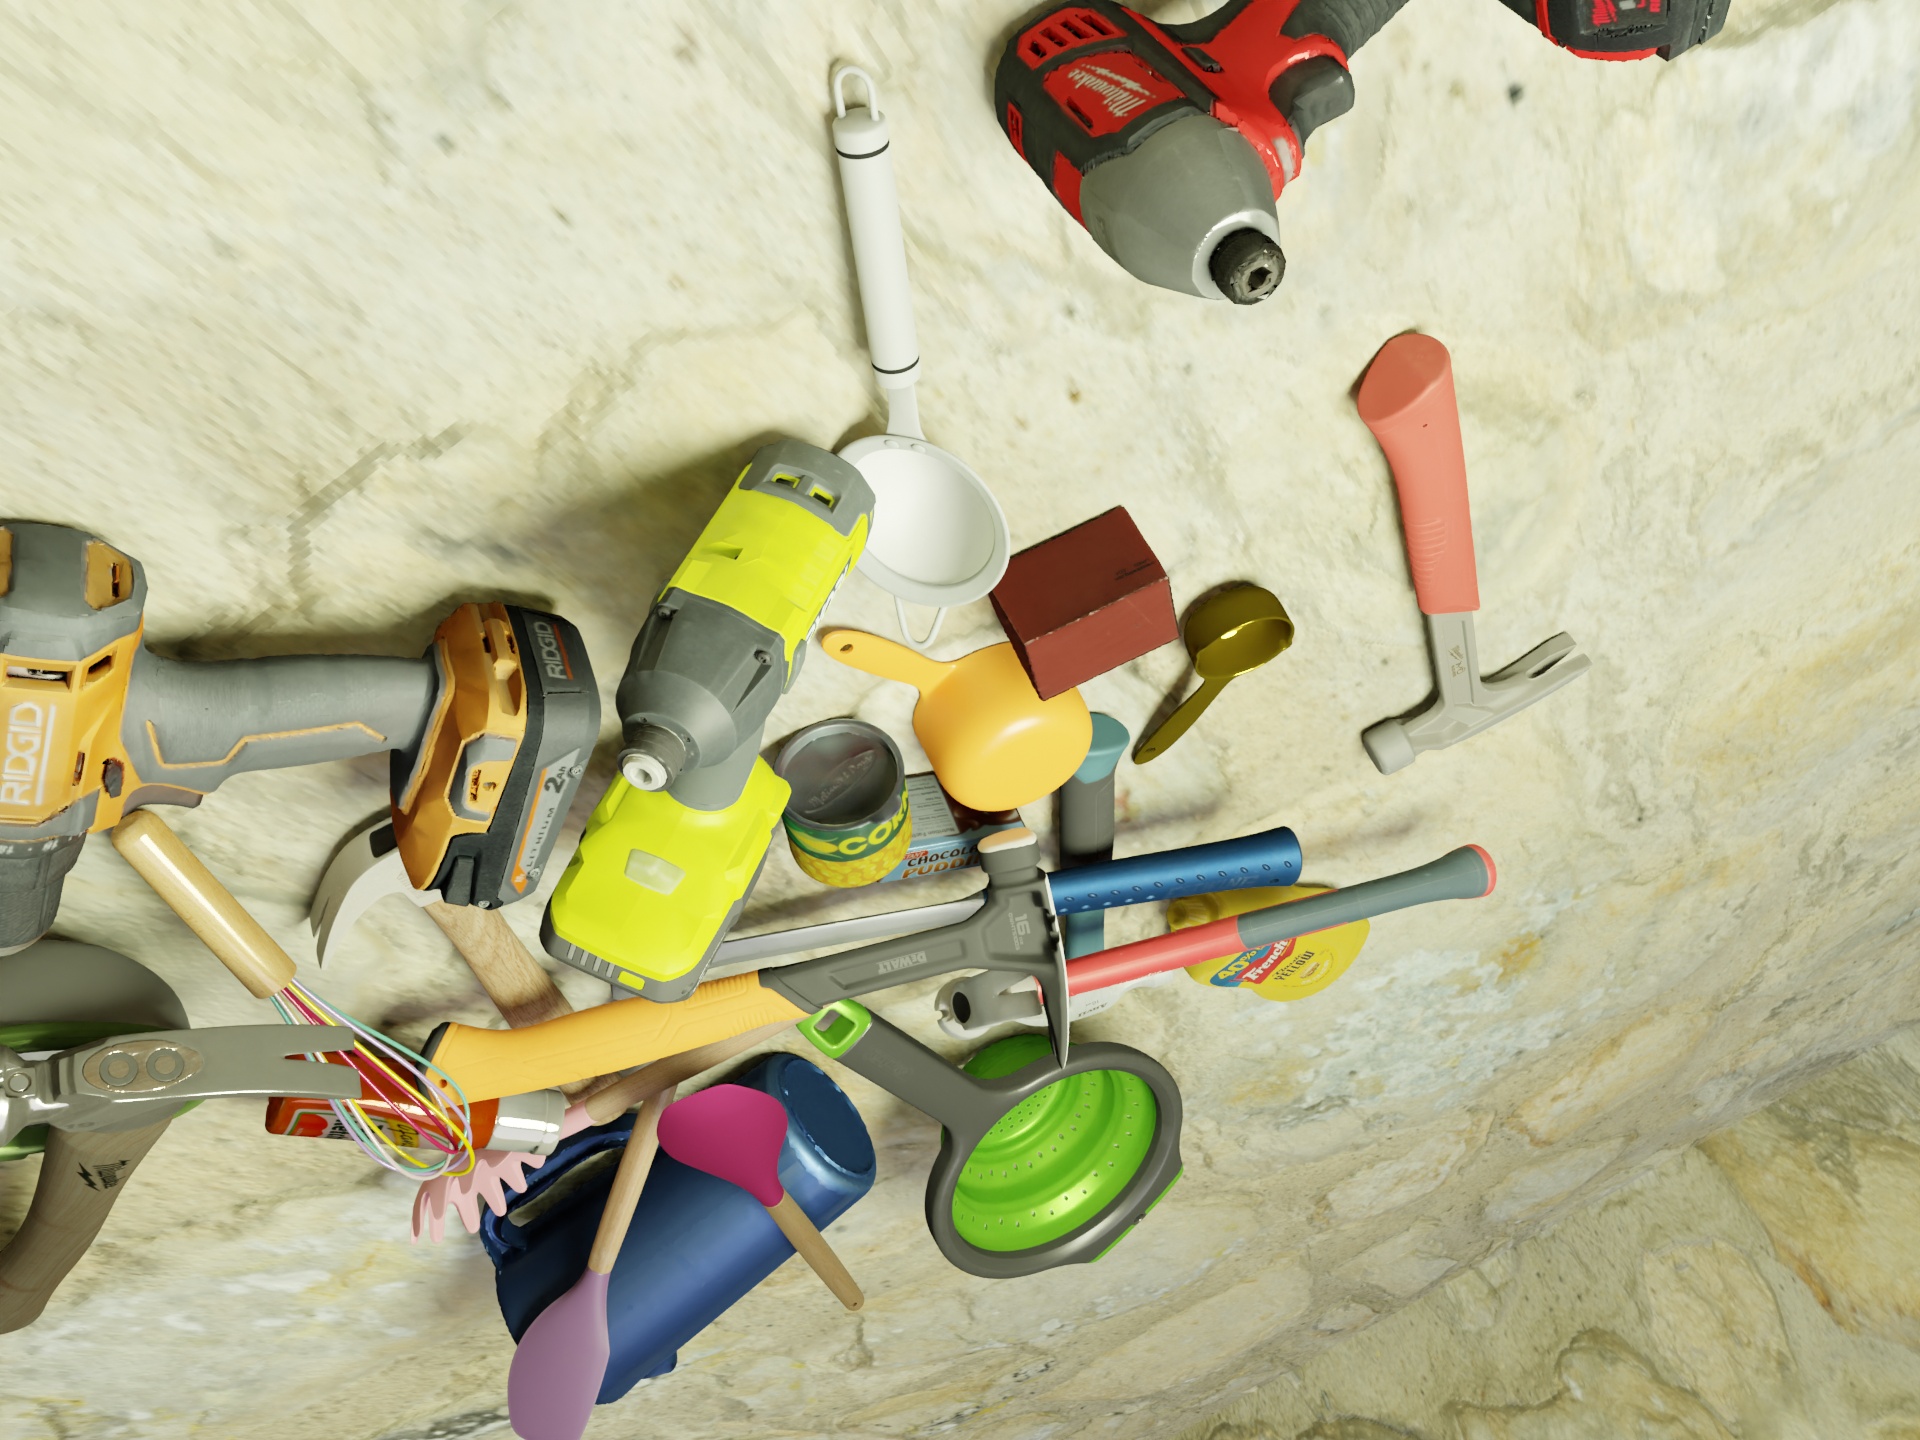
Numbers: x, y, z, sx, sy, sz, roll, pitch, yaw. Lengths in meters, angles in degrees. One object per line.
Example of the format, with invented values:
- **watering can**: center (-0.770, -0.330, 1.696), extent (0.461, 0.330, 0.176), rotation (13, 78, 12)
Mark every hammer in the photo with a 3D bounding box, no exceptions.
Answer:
- **hammer**: center (0.276, -0.088, 0.880), extent (0.149, 0.037, 0.358), rotation (-29, 146, 4)
- **hammer**: center (-0.418, 0.233, 0.766), extent (0.146, 0.038, 0.410), rotation (3, 150, -37)
- **hammer**: center (-0.111, 0.153, 0.825), extent (0.337, 0.034, 0.127), rotation (-13, 100, -4)
- **hammer**: center (0.182, 0.131, 0.992), extent (0.386, 0.038, 0.143), rotation (-11, 168, -21)
- **hammer**: center (0.002, 0.106, 0.911), extent (0.405, 0.035, 0.144), rotation (-9, 141, -12)
- **hammer**: center (0.080, 0.103, 1.002), extent (0.128, 0.033, 0.330), rotation (-20, 145, -11)
- **hammer**: center (-0.238, 0.144, 0.851), extent (0.130, 0.031, 0.331), rotation (-21, 145, -9)

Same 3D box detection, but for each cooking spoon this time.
- **cooking spoon**: center (-0.105, 0.295, 0.953), extent (0.069, 0.017, 0.318), rotation (-21, 140, -2)

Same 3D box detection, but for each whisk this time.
- **whisk**: center (-0.296, 0.132, 0.727), extent (0.051, 0.047, 0.244), rotation (-44, 126, -25)

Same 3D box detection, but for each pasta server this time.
- **pasta server**: center (-0.187, 0.220, 0.916), extent (0.316, 0.040, 0.060), rotation (-28, 158, 11)

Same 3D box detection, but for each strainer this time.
- **strainer**: center (-0.422, 0.118, 0.648), extent (0.151, 0.069, 0.256), rotation (-20, 153, 9)
- **strainer**: center (-0.022, -0.134, 0.625), extent (0.087, 0.050, 0.258), rotation (14, 142, 19)

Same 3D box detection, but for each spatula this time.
- **spatula**: center (-0.216, 0.313, 0.978), extent (0.018, 0.060, 0.316), rotation (-34, 146, -77)

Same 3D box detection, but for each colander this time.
- **colander**: center (0.007, 0.256, 1.106), extent (0.204, 0.095, 0.396), rotation (-46, 131, 2)

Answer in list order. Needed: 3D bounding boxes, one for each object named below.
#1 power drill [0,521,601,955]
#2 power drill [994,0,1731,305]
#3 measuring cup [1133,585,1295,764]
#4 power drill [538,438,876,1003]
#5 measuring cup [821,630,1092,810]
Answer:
- **power drill**: center (-0.276, 0.024, 0.622), extent (0.226, 0.084, 0.185), rotation (7, 128, -33)
- **power drill**: center (0.131, -0.223, 0.520), extent (0.219, 0.143, 0.078), rotation (-31, 142, 2)
- **measuring cup**: center (0.129, -0.023, 0.887), extent (0.062, 0.029, 0.156), rotation (-6, 152, -27)
- **power drill**: center (-0.110, 0.014, 0.659), extent (0.080, 0.171, 0.223), rotation (24, 136, -1)
- **measuring cup**: center (-0.001, -0.003, 0.794), extent (0.095, 0.052, 0.173), rotation (-43, 144, 22)
